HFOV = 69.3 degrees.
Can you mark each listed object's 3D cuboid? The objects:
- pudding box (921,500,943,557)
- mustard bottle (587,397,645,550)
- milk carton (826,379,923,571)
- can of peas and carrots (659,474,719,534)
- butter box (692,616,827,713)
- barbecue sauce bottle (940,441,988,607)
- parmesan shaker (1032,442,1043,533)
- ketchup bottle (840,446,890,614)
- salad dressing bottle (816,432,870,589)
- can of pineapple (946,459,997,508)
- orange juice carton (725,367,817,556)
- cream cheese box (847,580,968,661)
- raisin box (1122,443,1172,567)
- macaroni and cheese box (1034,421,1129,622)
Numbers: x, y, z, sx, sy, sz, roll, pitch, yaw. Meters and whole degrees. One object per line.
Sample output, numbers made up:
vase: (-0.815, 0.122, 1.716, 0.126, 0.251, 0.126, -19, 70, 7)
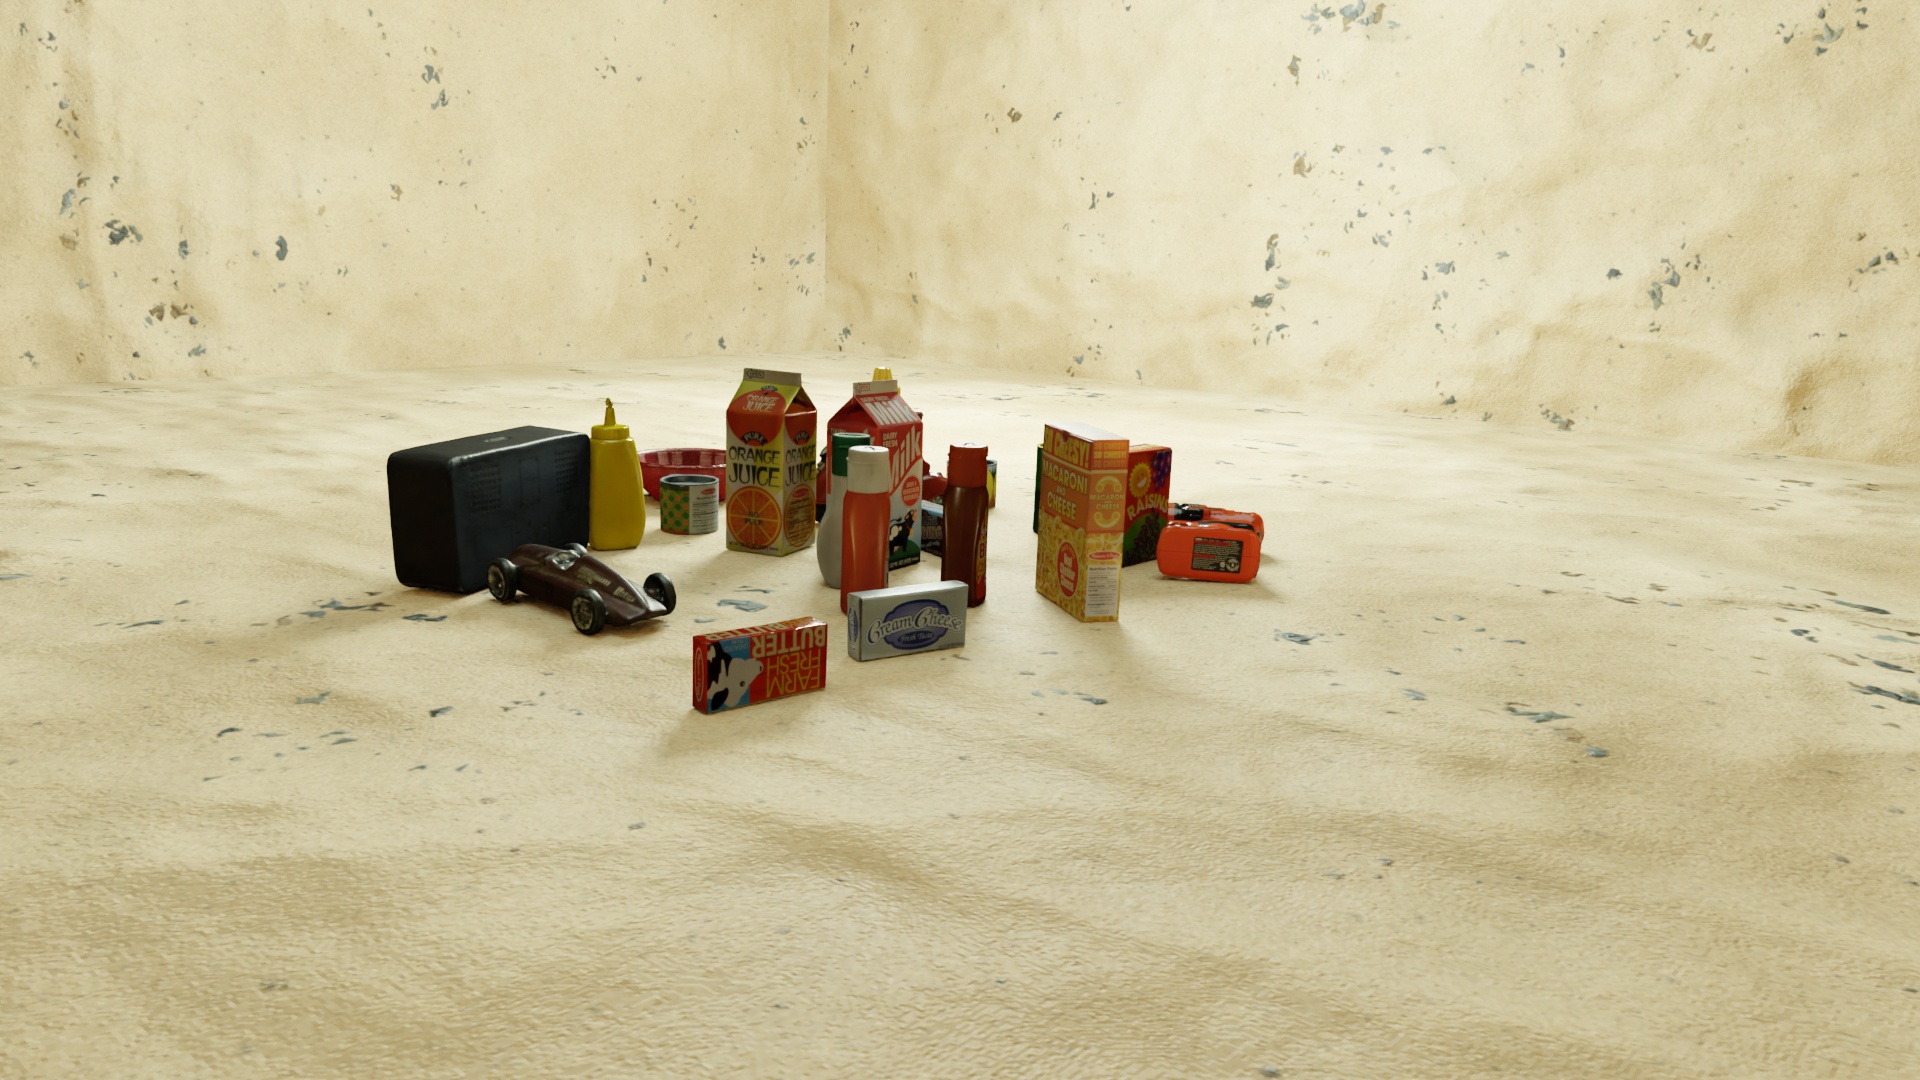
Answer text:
pudding box: (-0.029, -0.013, 1.511, 0.030, 0.049, 0.084, -6, 14, -35)
mustard bottle: (-0.366, -0.072, 1.462, 0.065, 0.159, 0.049, -5, 13, -30)
milk carton: (-0.088, -0.069, 1.422, 0.073, 0.190, 0.072, 10, 14, 35)
can of peas and carrots: (-0.309, -0.041, 1.573, 0.071, 0.058, 0.071, 2, 12, 0)
butter box: (-0.144, 0.089, 1.002, 0.104, 0.053, 0.024, -8, 15, -40)
barbecue sauce bottle: (0.005, -0.016, 1.292, 0.044, 0.148, 0.065, 3, 12, 7)
parmesan shaker: (0.122, -0.060, 1.628, 0.071, 0.102, 0.071, 2, 12, 0)
ketchup bottle: (-0.085, -0.009, 1.242, 0.043, 0.148, 0.065, 0, 12, -9)
salad dressing bottle: (-0.106, -0.029, 1.334, 0.064, 0.147, 0.044, 5, 12, 14)
can of pineapple: (0.016, -0.073, 1.780, 0.071, 0.057, 0.071, 2, 12, 0)
orange juice carton: (-0.201, -0.086, 1.480, 0.072, 0.192, 0.073, 7, 12, 23)
cream cheese box: (-0.042, 0.065, 1.131, 0.104, 0.053, 0.024, -6, 14, -32)
raisin box: (0.185, -0.039, 1.488, 0.040, 0.123, 0.086, 12, 15, 42)
macaroni and cheese box: (0.110, -0.020, 1.287, 0.040, 0.166, 0.124, -2, 12, -17)
